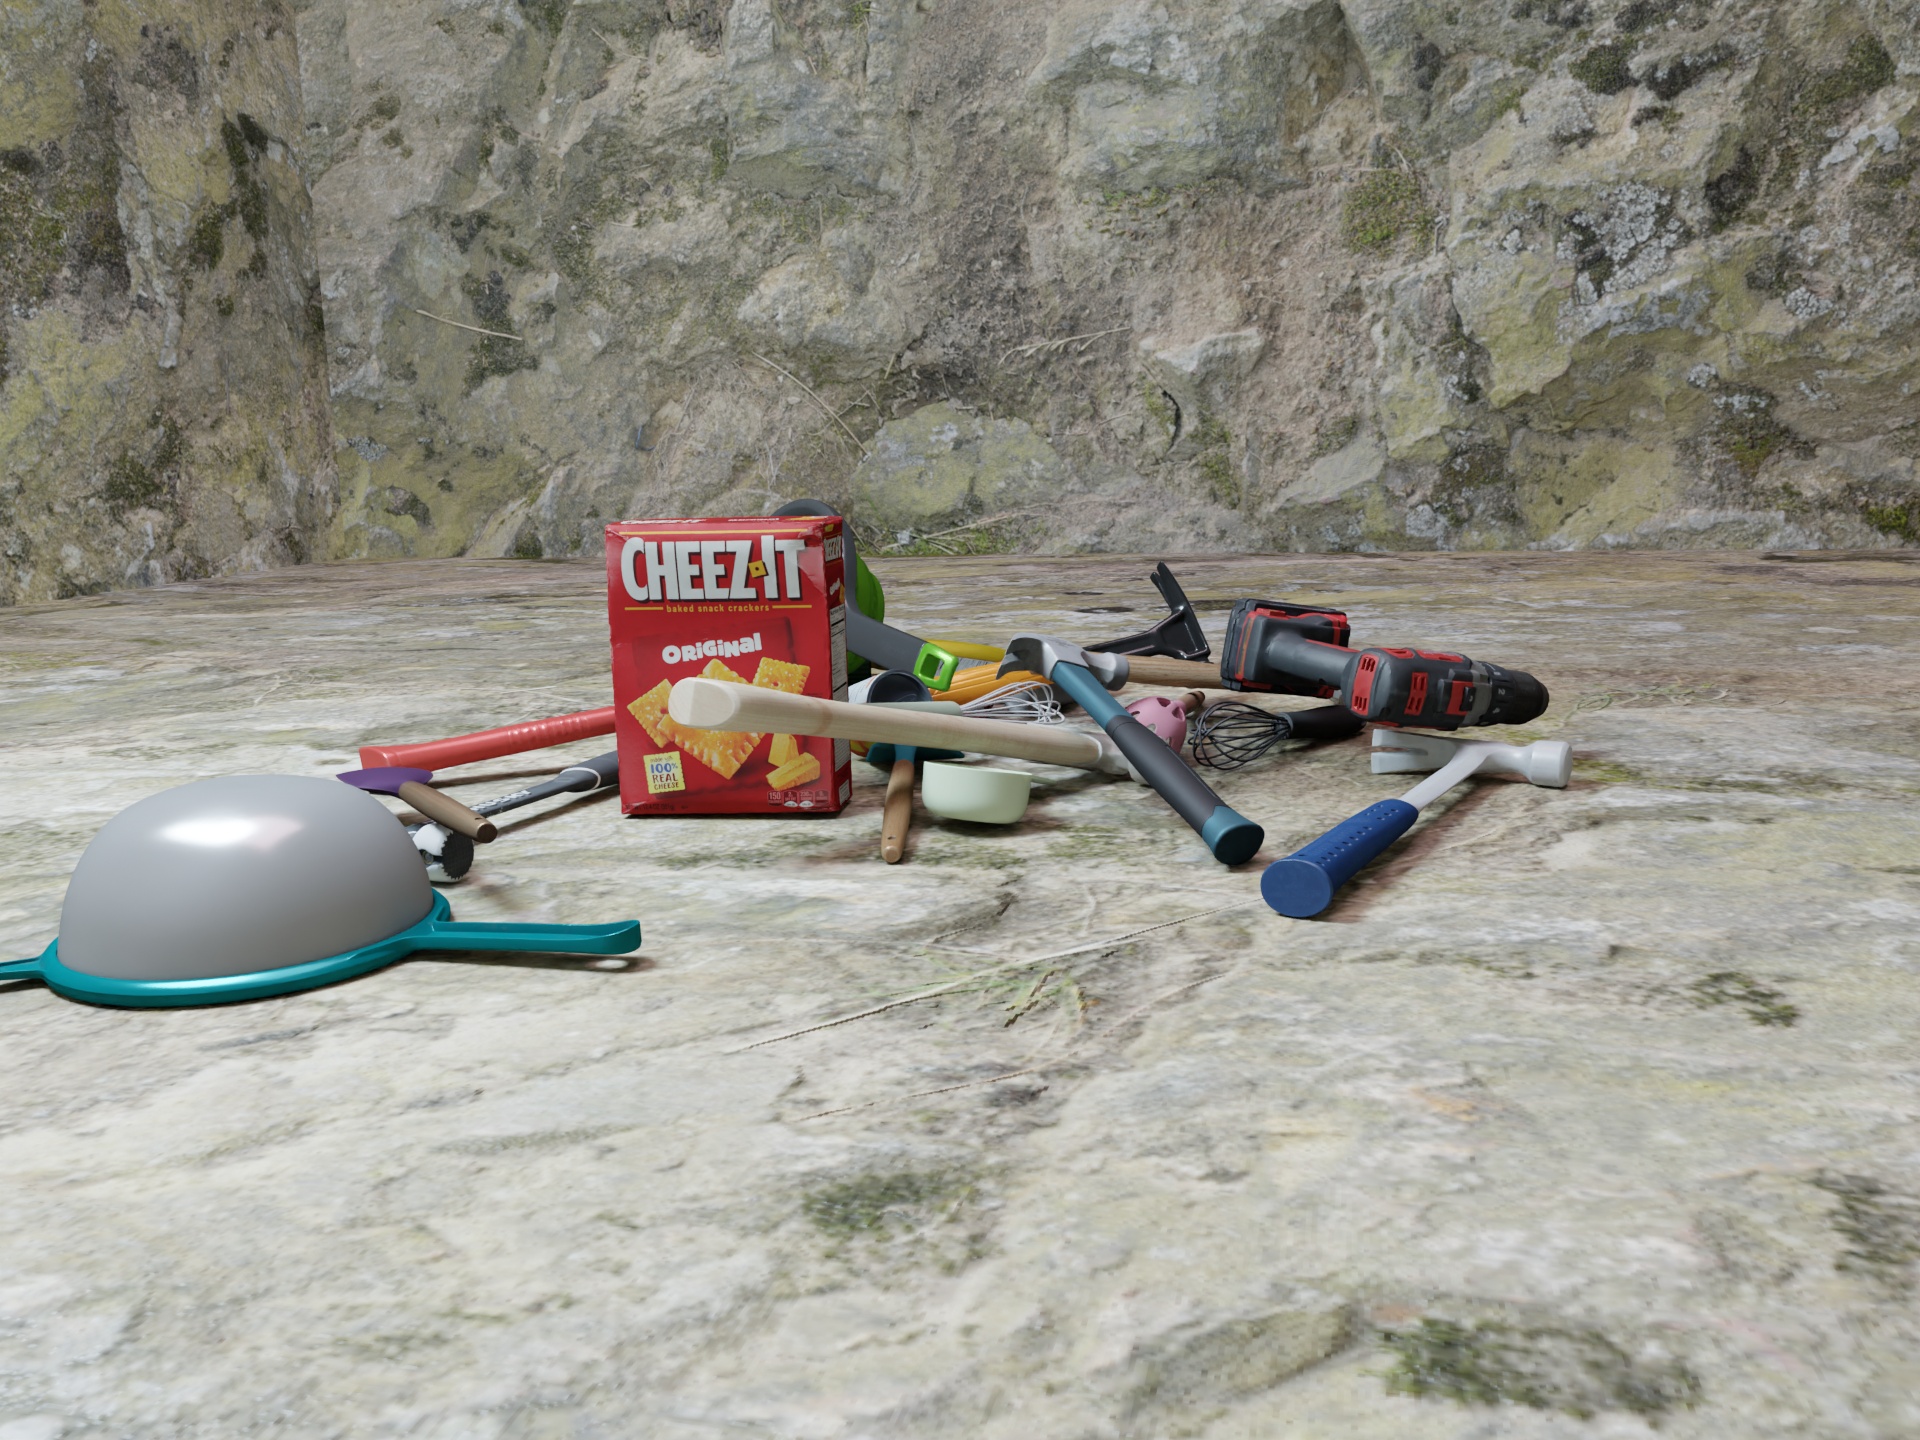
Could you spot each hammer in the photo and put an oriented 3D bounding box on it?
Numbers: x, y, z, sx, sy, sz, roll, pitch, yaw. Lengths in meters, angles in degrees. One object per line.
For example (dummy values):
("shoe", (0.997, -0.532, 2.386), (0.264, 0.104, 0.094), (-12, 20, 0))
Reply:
("hammer", (0.073, -0.055, 1.491), (0.337, 0.127, 0.034), (-15, -18, -20))
("hammer", (-0.304, 0.050, 1.196), (0.149, 0.036, 0.409), (2, 11, 25))
("hammer", (0.227, -0.040, 1.460), (0.331, 0.031, 0.130), (5, 3, -7))
("hammer", (-0.315, 0.004, 1.338), (0.359, 0.037, 0.149), (-13, 2, -21))
("hammer", (-0.033, 0.006, 1.136), (0.410, 0.038, 0.146), (8, 0, -43))
("hammer", (0.122, 0.011, 1.123), (0.128, 0.033, 0.331), (13, 19, -25))
("hammer", (0.289, 0.059, 1.057), (0.144, 0.035, 0.405), (6, 13, 32))

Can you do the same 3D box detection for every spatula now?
("spatula", (-0.353, 0.050, 1.046), (0.059, 0.018, 0.316), (-8, 9, -31))
("spatula", (-0.041, 0.054, 1.173), (0.082, 0.044, 0.318), (-1, 15, 1))

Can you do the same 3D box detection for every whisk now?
("whisk", (0.269, 0.008, 1.322), (0.239, 0.055, 0.055), (-5, 10, -43))
("whisk", (-0.002, -0.004, 1.308), (0.246, 0.057, 0.059), (-2, 22, -46))

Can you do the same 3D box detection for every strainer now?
("strainer", (-0.336, 0.080, 0.871), (0.340, 0.095, 0.211), (0, 10, 14))

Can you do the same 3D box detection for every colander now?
("colander", (-0.094, -0.084, 1.491), (0.094, 0.204, 0.397), (17, 6, -39))

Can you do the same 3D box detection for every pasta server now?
("pasta server", (0.190, -0.006, 1.408), (0.060, 0.040, 0.316), (42, 12, 8))

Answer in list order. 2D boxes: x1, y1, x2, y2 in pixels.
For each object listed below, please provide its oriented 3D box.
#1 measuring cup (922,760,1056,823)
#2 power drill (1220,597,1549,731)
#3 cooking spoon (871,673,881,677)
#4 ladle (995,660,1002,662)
("measuring cup", (0.031, 0.055, 1.145), (0.083, 0.038, 0.167), (6, -2, 27))
("power drill", (0.342, -0.039, 1.294), (0.187, 0.080, 0.227), (4, 11, -29))
("cooking spoon", (-0.112, -0.043, 1.700), (0.319, 0.017, 0.069), (2, 11, 18))
("ladle", (-0.061, -0.022, 1.565), (0.315, 0.031, 0.069), (-9, 26, -27))
